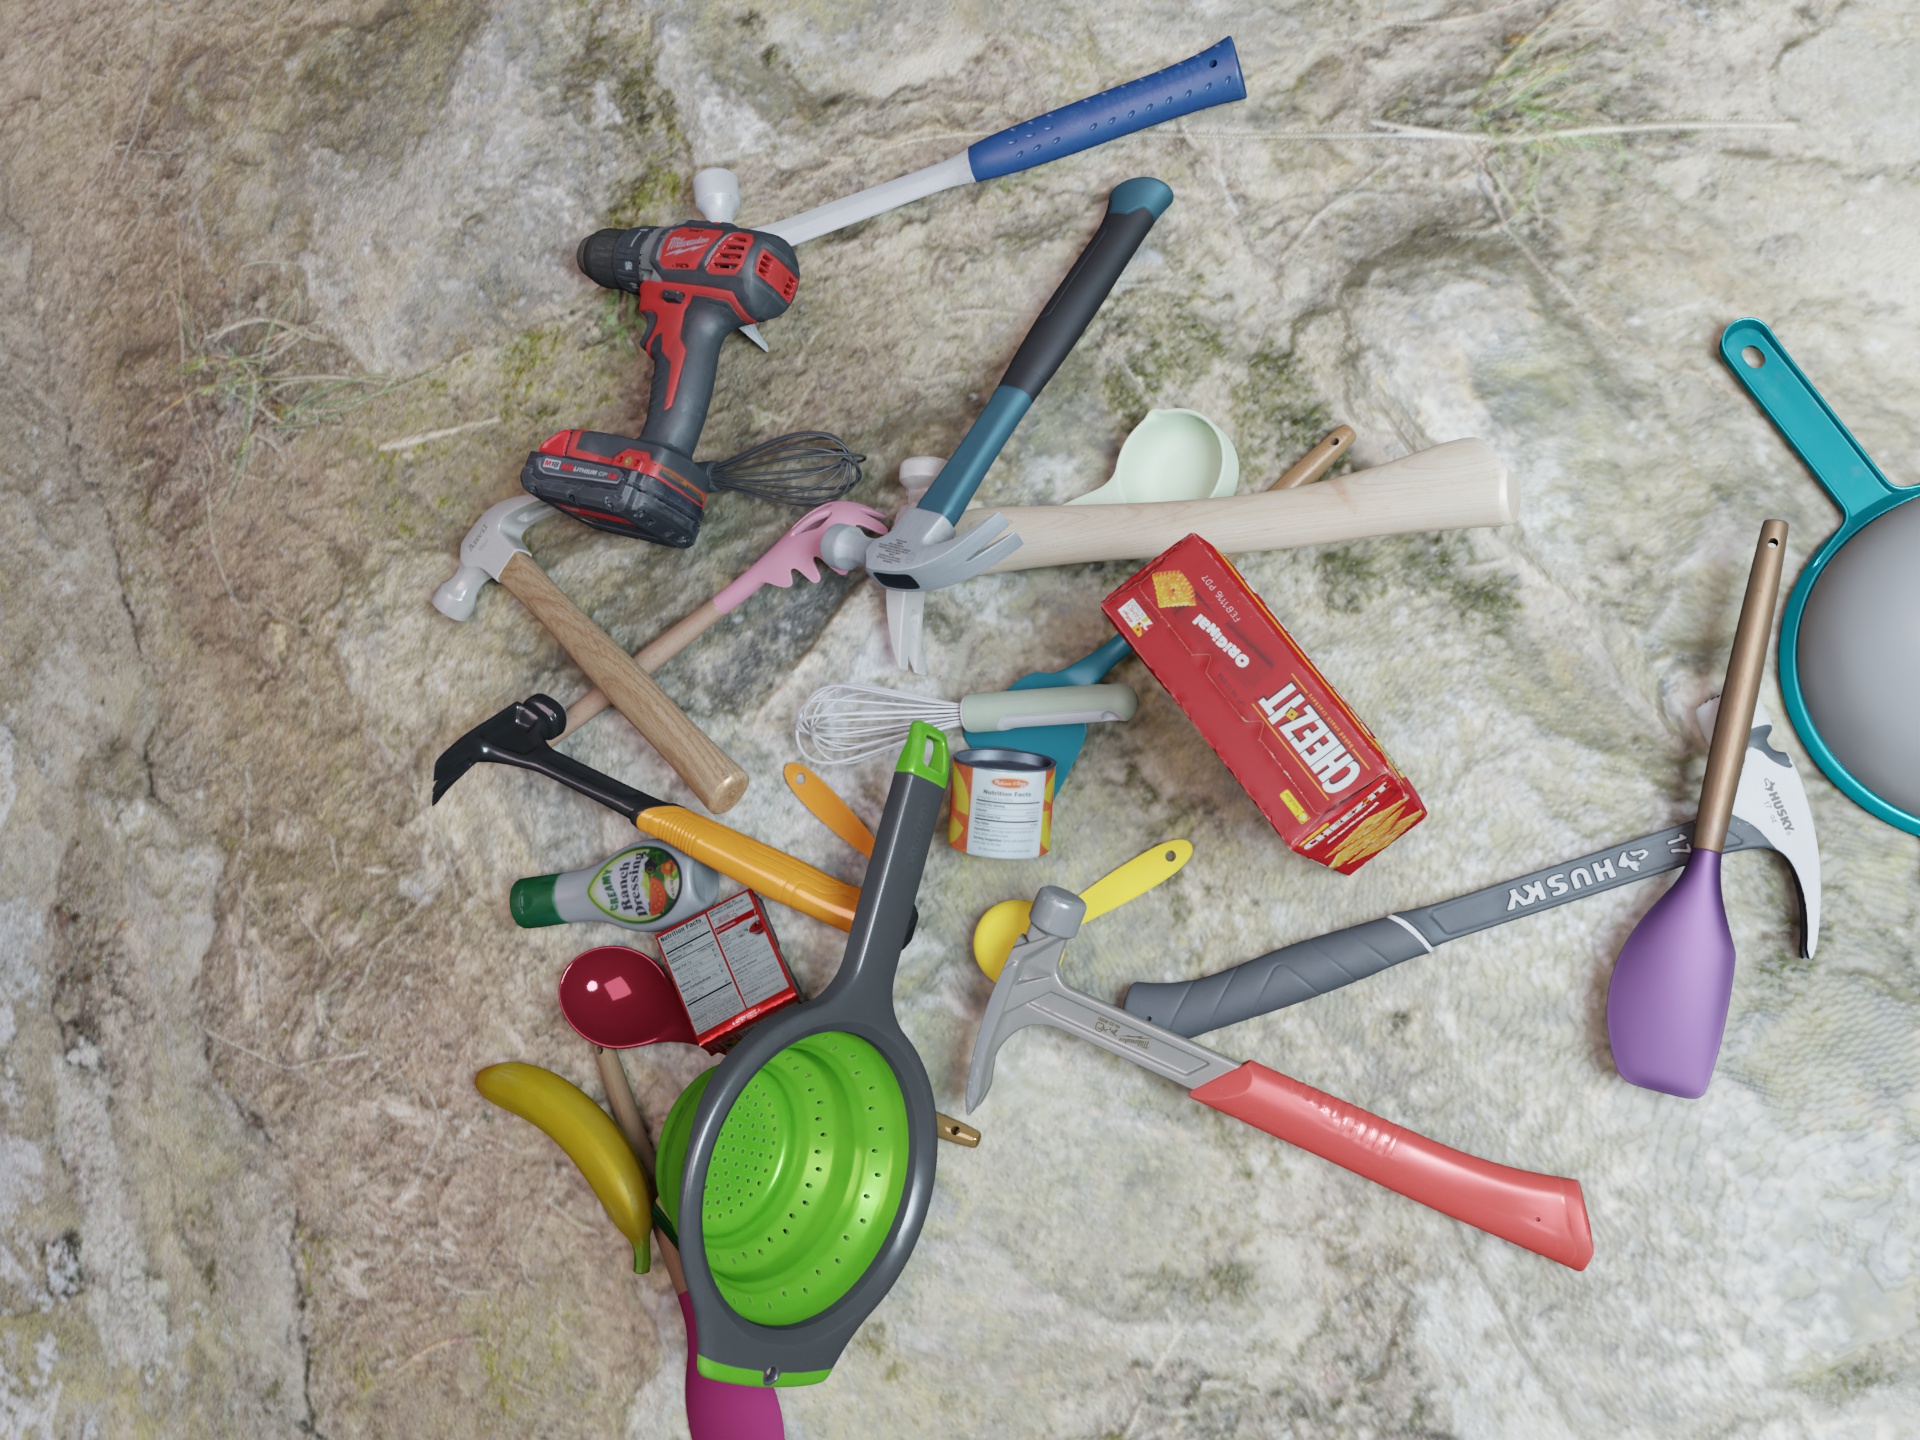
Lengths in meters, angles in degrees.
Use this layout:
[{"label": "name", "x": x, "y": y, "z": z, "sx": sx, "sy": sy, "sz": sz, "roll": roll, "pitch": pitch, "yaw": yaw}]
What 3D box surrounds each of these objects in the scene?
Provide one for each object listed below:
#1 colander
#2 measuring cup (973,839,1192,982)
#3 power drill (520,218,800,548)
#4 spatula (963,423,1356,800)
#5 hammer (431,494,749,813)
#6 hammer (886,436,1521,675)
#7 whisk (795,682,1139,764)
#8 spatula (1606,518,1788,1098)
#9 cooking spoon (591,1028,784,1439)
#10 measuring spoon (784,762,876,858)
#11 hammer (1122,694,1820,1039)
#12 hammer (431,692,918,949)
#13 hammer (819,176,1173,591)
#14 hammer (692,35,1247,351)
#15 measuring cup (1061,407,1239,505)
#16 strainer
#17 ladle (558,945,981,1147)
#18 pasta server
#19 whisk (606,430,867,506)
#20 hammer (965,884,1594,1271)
[{"label": "colander", "x": -0.093, "y": 0.189, "z": 0.972, "sx": 0.094, "sy": 0.204, "sz": 0.397, "roll": 3, "pitch": 72, "yaw": 42}, {"label": "measuring cup", "x": 0.076, "y": 0.116, "z": 1.001, "sx": 0.156, "sy": 0.029, "sz": 0.062, "roll": -33, "pitch": 71, "yaw": 14}, {"label": "power drill", "x": -0.226, "y": -0.249, "z": 1.122, "sx": 0.188, "sy": 0.080, "sz": 0.227, "roll": 16, "pitch": 82, "yaw": 32}, {"label": "spatula", "x": 0.133, "y": -0.073, "z": 1.021, "sx": 0.317, "sy": 0.044, "sz": 0.082, "roll": -43, "pitch": 69, "yaw": 3}, {"label": "hammer", "x": -0.256, "y": -0.049, "z": 1.125, "sx": 0.332, "sy": 0.031, "sz": 0.130, "roll": 42, "pitch": 102, "yaw": 29}, {"label": "hammer", "x": 0.128, "y": -0.108, "z": 0.972, "sx": 0.411, "sy": 0.038, "sz": 0.146, "roll": -1, "pitch": 81, "yaw": 34}, {"label": "whisk", "x": -0.002, "y": -0.003, "z": 1.024, "sx": 0.246, "sy": 0.057, "sz": 0.059, "roll": -4, "pitch": 65, "yaw": 27}, {"label": "spatula", "x": 0.406, "y": 0.045, "z": 0.860, "sx": 0.060, "sy": 0.018, "sz": 0.316, "roll": 13, "pitch": 88, "yaw": 22}, {"label": "cooking spoon", "x": -0.191, "y": 0.356, "z": 1.063, "sx": 0.069, "sy": 0.017, "sz": 0.319, "roll": -28, "pitch": 72, "yaw": 14}, {"label": "measuring spoon", "x": -0.080, "y": 0.067, "z": 1.081, "sx": 0.117, "sy": 0.011, "sz": 0.021, "roll": 41, "pitch": 96, "yaw": 25}, {"label": "hammer", "x": 0.283, "y": 0.122, "z": 0.923, "sx": 0.409, "sy": 0.036, "sz": 0.149, "roll": -22, "pitch": 74, "yaw": 16}, {"label": "hammer", "x": -0.185, "y": 0.077, "z": 1.062, "sx": 0.337, "sy": 0.127, "sz": 0.034, "roll": 23, "pitch": 121, "yaw": 13}, {"label": "hammer", "x": 0.041, "y": -0.222, "z": 1.032, "sx": 0.128, "sy": 0.033, "sz": 0.331, "roll": 20, "pitch": 72, "yaw": 40}, {"label": "hammer", "x": 0.000, "y": -0.381, "z": 1.118, "sx": 0.405, "sy": 0.035, "sz": 0.144, "roll": -14, "pitch": 75, "yaw": 17}, {"label": "measuring cup", "x": 0.106, "y": -0.142, "z": 1.041, "sx": 0.167, "sy": 0.038, "sz": 0.083, "roll": -24, "pitch": 70, "yaw": 31}, {"label": "strainer", "x": 0.517, "y": -0.093, "z": 0.842, "sx": 0.211, "sy": 0.095, "sz": 0.341, "roll": -33, "pitch": 72, "yaw": 12}, {"label": "ladle", "x": -0.130, "y": 0.224, "z": 1.061, "sx": 0.315, "sy": 0.031, "sz": 0.069, "roll": 16, "pitch": 74, "yaw": 20}, {"label": "pasta server", "x": -0.185, "y": -0.061, "z": 1.126, "sx": 0.316, "sy": 0.040, "sz": 0.060, "roll": -35, "pitch": 30, "yaw": 18}, {"label": "whisk", "x": -0.175, "y": -0.176, "z": 1.143, "sx": 0.239, "sy": 0.055, "sz": 0.055, "roll": 0, "pitch": 80, "yaw": 25}, {"label": "hammer", "x": 0.181, "y": 0.231, "z": 0.919, "sx": 0.359, "sy": 0.036, "sz": 0.149, "roll": 22, "pitch": 100, "yaw": 16}]
